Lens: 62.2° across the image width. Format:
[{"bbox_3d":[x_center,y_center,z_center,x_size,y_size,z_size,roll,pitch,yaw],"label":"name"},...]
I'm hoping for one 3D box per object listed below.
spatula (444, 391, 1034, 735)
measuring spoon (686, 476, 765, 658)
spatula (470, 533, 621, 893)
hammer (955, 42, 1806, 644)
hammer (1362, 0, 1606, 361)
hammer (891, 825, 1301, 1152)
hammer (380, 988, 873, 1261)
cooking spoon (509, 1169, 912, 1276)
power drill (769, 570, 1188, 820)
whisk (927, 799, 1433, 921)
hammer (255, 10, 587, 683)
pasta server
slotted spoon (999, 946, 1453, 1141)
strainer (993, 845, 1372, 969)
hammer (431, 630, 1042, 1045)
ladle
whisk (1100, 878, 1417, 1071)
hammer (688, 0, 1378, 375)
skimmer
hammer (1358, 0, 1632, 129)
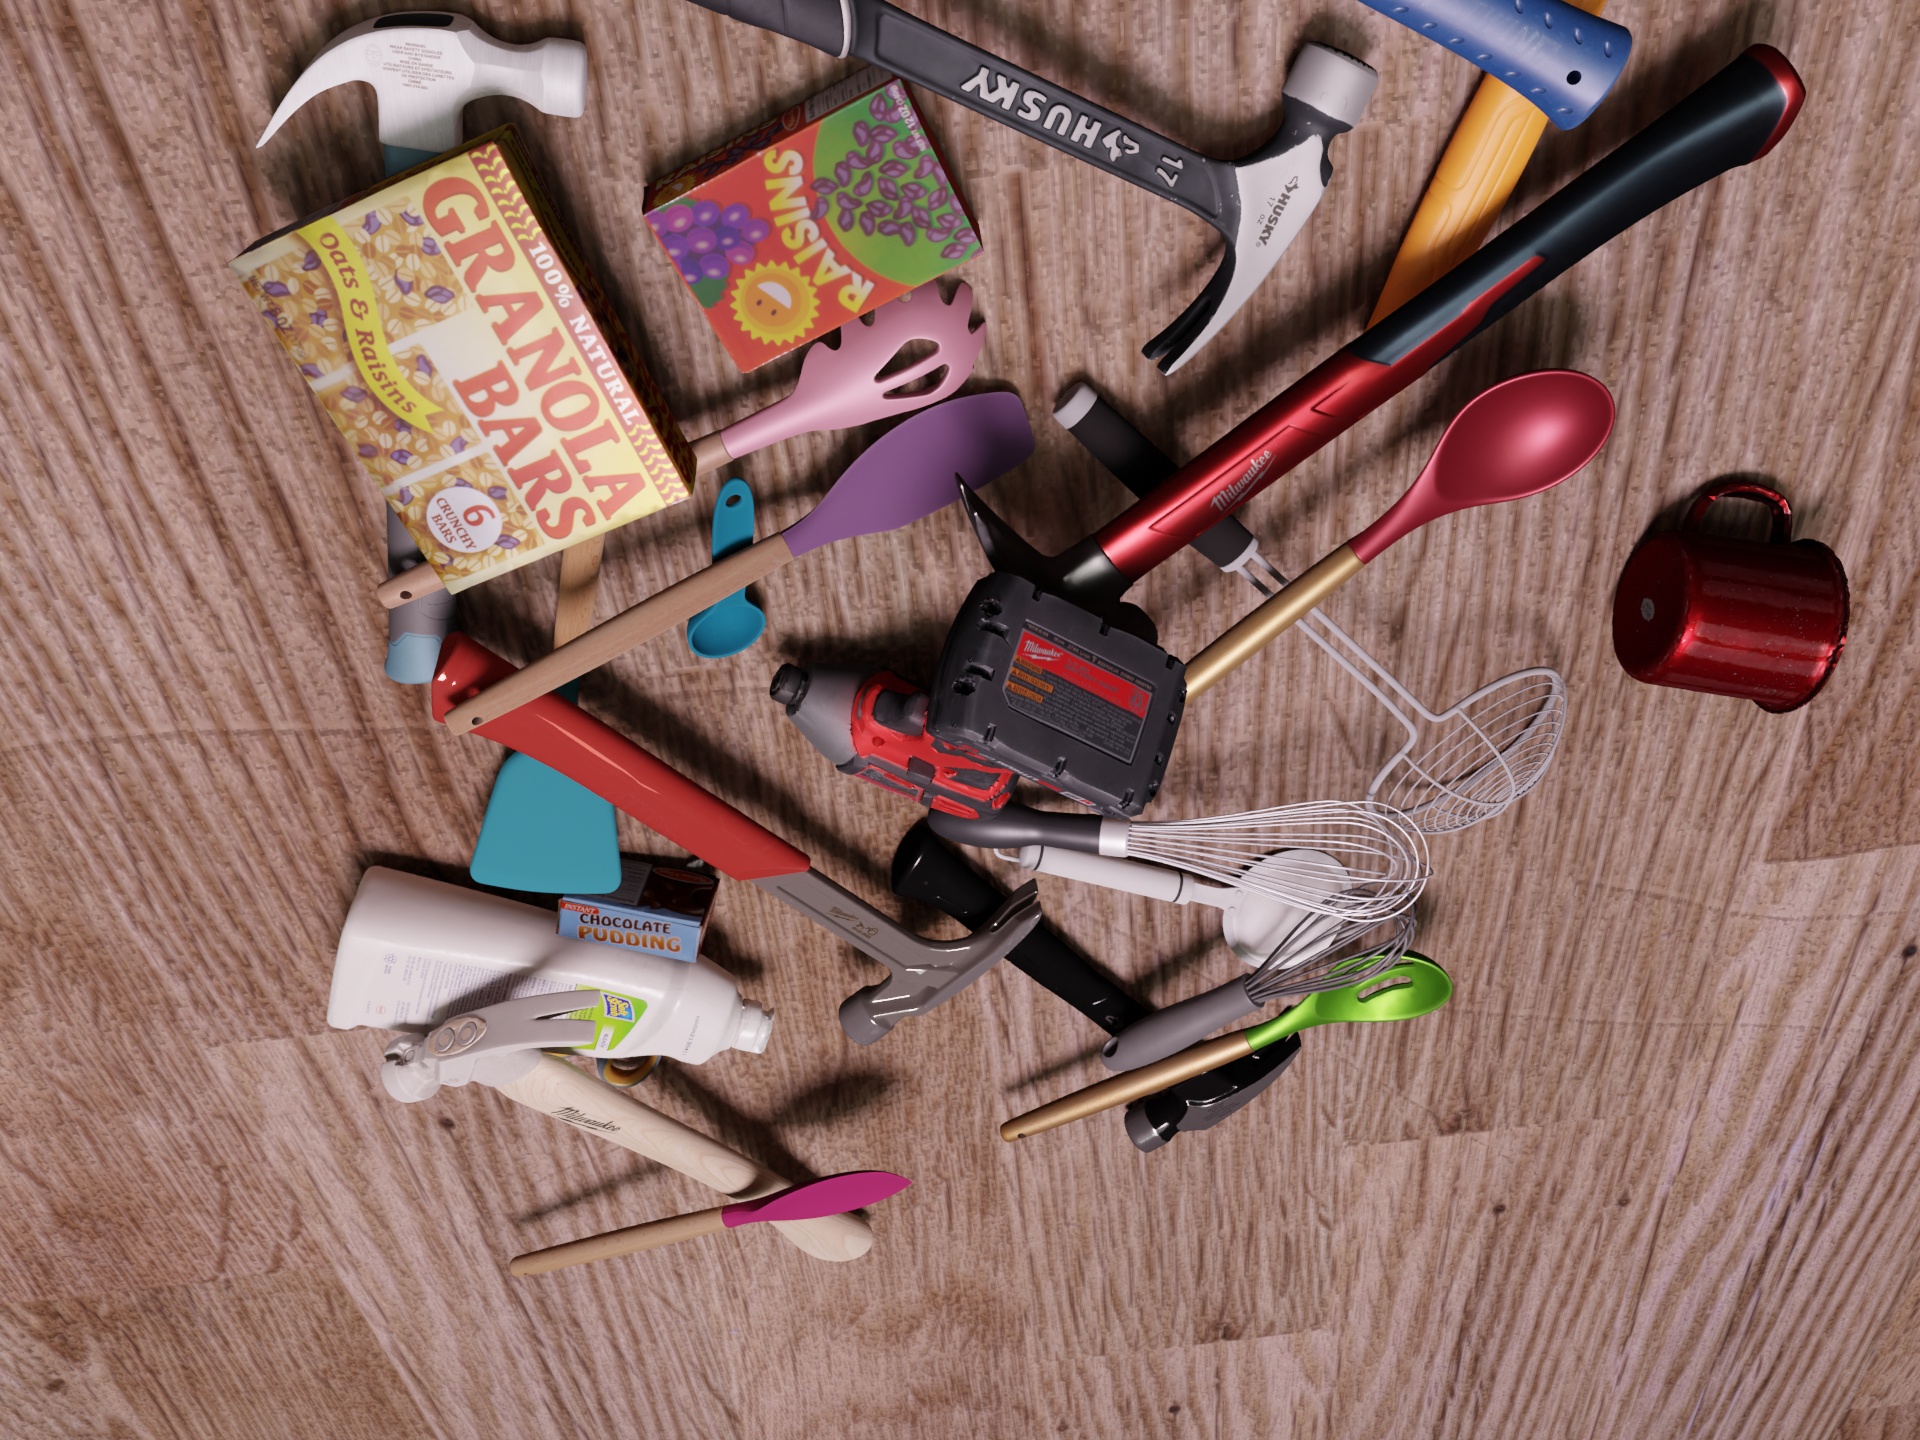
[{"bbox_3d":[-0.107,-0.074,0.767,0.316,0.018,0.059,-29,139,-2],"label":"spatula"},{"bbox_3d":[-0.117,-0.079,0.792,0.042,0.021,0.128,-15,147,-21],"label":"measuring spoon"},{"bbox_3d":[-0.198,-0.041,0.817,0.082,0.044,0.317,7,126,-14],"label":"spatula"},{"bbox_3d":[0.180,-0.167,0.697,0.386,0.038,0.143,-36,135,15],"label":"hammer"},{"bbox_3d":[0.244,-0.299,0.657,0.127,0.034,0.336,10,127,-14],"label":"hammer"},{"bbox_3d":[0.080,0.166,1.013,0.146,0.035,0.334,-36,123,22],"label":"hammer"},{"bbox_3d":[-0.168,0.275,1.021,0.146,0.038,0.410,-18,141,23],"label":"hammer"},{"bbox_3d":[-0.175,0.334,1.055,0.319,0.017,0.068,-20,147,22],"label":"cooking spoon"},{"bbox_3d":[-0.001,-0.003,0.784,0.143,0.078,0.220,25,164,-21],"label":"power drill"},{"bbox_3d":[0.120,0.069,0.898,0.284,0.070,0.070,6,130,13],"label":"whisk"},{"bbox_3d":[-0.246,-0.152,0.731,0.128,0.033,0.330,6,128,-11],"label":"hammer"},{"bbox_3d":[-0.134,-0.123,0.749,0.316,0.040,0.060,-22,127,8],"label":"pasta server"},{"bbox_3d":[0.161,0.211,1.016,0.314,0.031,0.070,-26,126,19],"label":"slotted spoon"},{"bbox_3d":[0.142,0.106,0.969,0.258,0.050,0.087,14,110,-12],"label":"strainer"},{"bbox_3d":[-0.123,0.057,0.861,0.149,0.037,0.358,-40,122,21],"label":"hammer"},{"bbox_3d":[0.173,-0.064,0.778,0.315,0.031,0.069,-39,122,18],"label":"ladle"},{"bbox_3d":[0.174,0.160,0.957,0.055,0.055,0.239,35,128,-28],"label":"whisk"},{"bbox_3d":[-0.032,-0.260,0.614,0.408,0.036,0.149,14,116,-25],"label":"hammer"},{"bbox_3d":[0.185,-0.061,0.845,0.363,0.090,0.127,39,113,-18],"label":"skimmer"},{"bbox_3d":[0.075,-0.333,0.590,0.405,0.035,0.144,21,123,-13],"label":"hammer"}]
